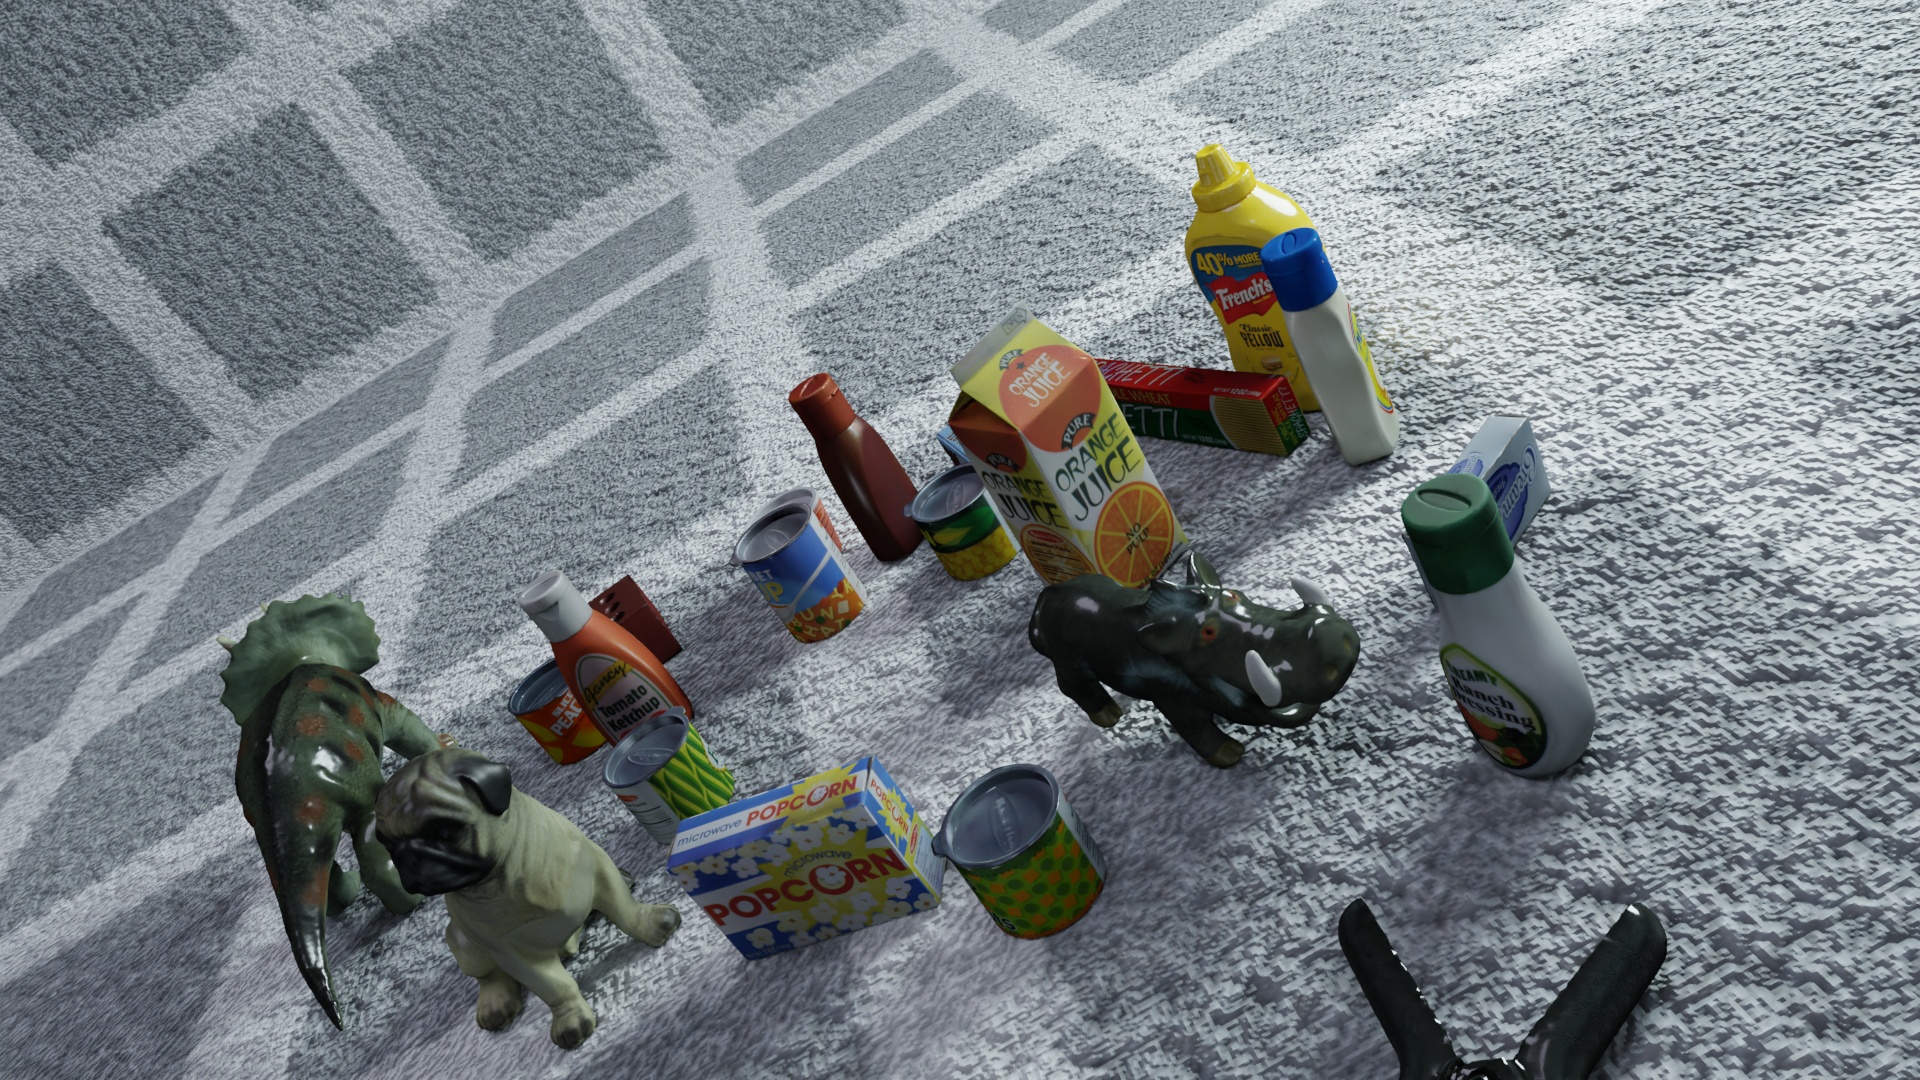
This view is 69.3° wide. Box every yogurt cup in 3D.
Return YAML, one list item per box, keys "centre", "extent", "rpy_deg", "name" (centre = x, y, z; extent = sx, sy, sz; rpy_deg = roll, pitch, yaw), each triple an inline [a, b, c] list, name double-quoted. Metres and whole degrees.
- centre: [-0.131, -0.003, 1.114]
  extent: [0.072, 0.053, 0.073]
  rpy_deg: [-24, 29, 14]
  name: "yogurt cup"

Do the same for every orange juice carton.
- centre: [0.059, -0.050, 0.858]
  extent: [0.072, 0.192, 0.073]
  rpy_deg: [-45, 31, -23]
  name: "orange juice carton"

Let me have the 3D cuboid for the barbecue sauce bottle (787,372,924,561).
- centre: [-0.076, -0.057, 1.048]
  extent: [0.043, 0.148, 0.065]
  rpy_deg: [-14, 33, 29]
  name: "barbecue sauce bottle"

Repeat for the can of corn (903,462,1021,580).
- centre: [0.004, -0.012, 0.995]
  extent: [0.071, 0.058, 0.071]
  rpy_deg: [-24, 29, 14]
  name: "can of corn"

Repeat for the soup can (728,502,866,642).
- centre: [-0.120, 0.026, 1.026]
  extent: [0.071, 0.083, 0.072]
  rpy_deg: [-24, 29, 14]
  name: "soup can"

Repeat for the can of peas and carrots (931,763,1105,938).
- centre: [0.030, 0.157, 0.699]
  extent: [0.071, 0.058, 0.071]
  rpy_deg: [-24, 29, 14]
  name: "can of peas and carrots"

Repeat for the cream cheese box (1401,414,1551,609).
- centre: [0.276, -0.015, 0.740]
  extent: [0.024, 0.053, 0.104]
  rpy_deg: [8, 47, 50]
  name: "cream cheese box"

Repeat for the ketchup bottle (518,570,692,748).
- centre: [-0.257, 0.087, 0.994]
  extent: [0.065, 0.148, 0.044]
  rpy_deg: [-31, 28, 2]
  name: "ketchup bottle"

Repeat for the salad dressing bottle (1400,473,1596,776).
- centre: [0.231, 0.038, 0.601]
  extent: [0.044, 0.147, 0.064]
  rpy_deg: [-39, 29, -14]
  name: "salad dressing bottle"

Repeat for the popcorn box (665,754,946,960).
- centre: [-0.083, 0.174, 0.753]
  extent: [0.126, 0.085, 0.038]
  rpy_deg: [-21, 30, 18]
  name: "popcorn box"

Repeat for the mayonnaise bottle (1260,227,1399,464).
- centre: [0.228, -0.121, 0.855]
  extent: [0.041, 0.147, 0.065]
  rpy_deg: [-18, 31, 24]
  name: "mayonnaise bottle"

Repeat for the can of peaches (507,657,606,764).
- centre: [-0.301, 0.129, 1.065]
  extent: [0.071, 0.058, 0.071]
  rpy_deg: [-24, 29, 14]
  name: "can of peaches"

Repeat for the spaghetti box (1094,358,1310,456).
- centre: [0.144, -0.101, 1.008]
  extent: [0.029, 0.050, 0.250]
  rpy_deg: [-43, 30, -21]
  name: "spaghetti box"

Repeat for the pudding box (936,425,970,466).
- centre: [0.016, -0.060, 1.067]
  extent: [0.030, 0.049, 0.084]
  rpy_deg: [-35, 28, -7]
  name: "pudding box"

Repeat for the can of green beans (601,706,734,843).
- centre: [-0.192, 0.157, 0.916]
  extent: [0.071, 0.057, 0.071]
  rpy_deg: [-24, 29, 14]
  name: "can of green beans"
